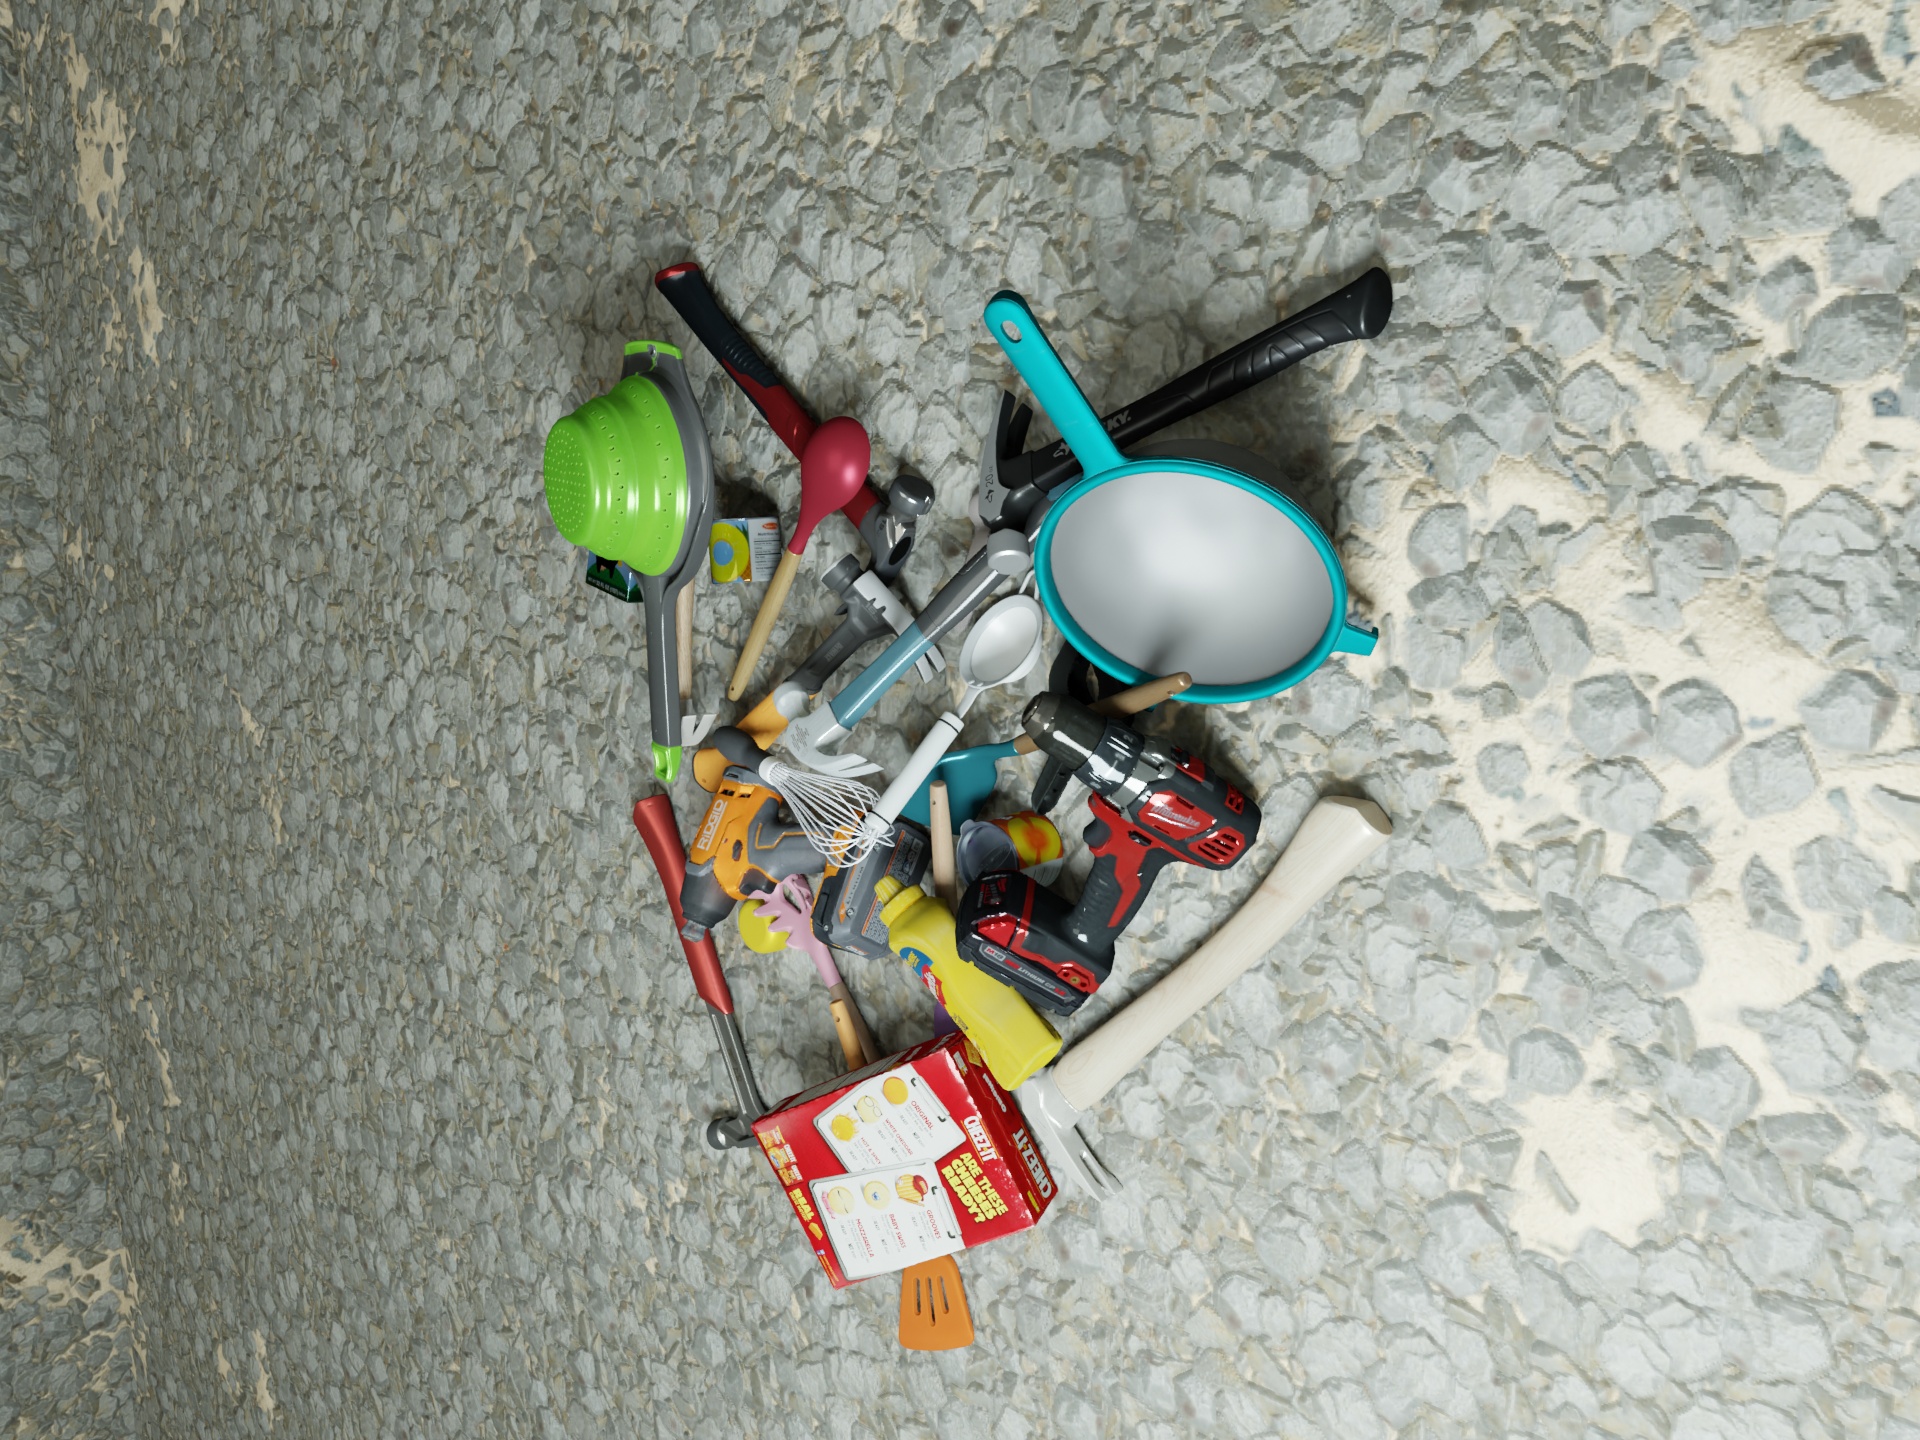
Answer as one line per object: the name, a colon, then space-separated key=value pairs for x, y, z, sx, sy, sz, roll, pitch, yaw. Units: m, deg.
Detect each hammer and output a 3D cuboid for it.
hammer: x=-0.019 y=-0.080 z=1.253 sx=0.331 sy=0.033 sz=0.128 roll=-44 pitch=46 yaw=18
hammer: x=0.148 y=-0.228 z=1.120 sx=0.335 sy=0.035 sz=0.146 roll=-23 pitch=55 yaw=35
hammer: x=-0.148 y=-0.014 z=1.432 sx=0.127 sy=0.034 sz=0.337 roll=48 pitch=134 yaw=-2
hammer: x=0.179 y=0.204 z=1.186 sx=0.146 sy=0.038 sz=0.410 roll=54 pitch=127 yaw=20
hammer: x=-0.247 y=0.244 z=1.576 sx=0.149 sy=0.036 sz=0.359 roll=-26 pitch=80 yaw=41
hammer: x=-0.169 y=-0.268 z=1.422 sx=0.387 sy=0.038 sz=0.143 roll=51 pitch=128 yaw=24
hammer: x=-0.257 y=-0.126 z=1.465 sx=0.130 sy=0.031 sz=0.331 roll=47 pitch=137 yaw=52

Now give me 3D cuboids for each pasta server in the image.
pasta server: x=-0.107 y=0.268 z=1.452 sx=0.060 sy=0.040 sz=0.316 roll=-37 pitch=73 yaw=29

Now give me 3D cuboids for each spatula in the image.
spatula: x=-0.063 y=0.402 z=1.411 sx=0.081 sy=0.041 sz=0.322 roll=-15 pitch=96 yaw=30
spatula: x=0.062 y=0.023 z=1.204 sx=0.317 sy=0.082 sz=0.044 roll=-25 pitch=48 yaw=50
spatula: x=-0.007 y=0.188 z=1.313 sx=0.060 sy=0.018 sz=0.315 roll=20 pitch=126 yaw=38

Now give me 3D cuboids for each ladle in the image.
ladle: x=-0.153 y=-0.131 z=1.393 sx=0.069 sy=0.031 sz=0.315 roll=48 pitch=131 yaw=23

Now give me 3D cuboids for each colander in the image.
colander: x=-0.300 y=-0.132 z=1.403 sx=0.205 sy=0.094 sz=0.397 roll=19 pitch=114 yaw=52

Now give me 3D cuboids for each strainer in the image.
strainer: x=-0.002 y=-0.004 z=1.247 sx=0.258 sy=0.050 sz=0.087 roll=-53 pitch=34 yaw=-11
strainer: x=0.127 y=-0.160 z=1.055 sx=0.211 sy=0.095 sz=0.340 roll=-16 pitch=125 yaw=38

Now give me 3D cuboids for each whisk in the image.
whisk: x=-0.145 y=0.053 z=1.356 sx=0.285 sy=0.070 sz=0.070 roll=27 pitch=115 yaw=51

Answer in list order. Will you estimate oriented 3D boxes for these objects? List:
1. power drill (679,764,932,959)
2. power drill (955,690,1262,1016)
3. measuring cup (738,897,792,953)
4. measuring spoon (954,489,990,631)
power drill: x=-0.151 y=0.137 z=1.401 sx=0.227 sy=0.084 sz=0.164 roll=12 pitch=74 yaw=37
power drill: x=0.083 y=0.093 z=1.164 sx=0.187 sy=0.080 sz=0.226 roll=32 pitch=120 yaw=-11
measuring cup: x=-0.210 y=0.152 z=1.530 sx=0.062 sy=0.029 sz=0.157 roll=-38 pitch=73 yaw=39
measuring spoon: x=0.008 y=-0.129 z=1.297 sx=0.034 sy=0.018 sz=0.124 roll=29 pitch=116 yaw=35
